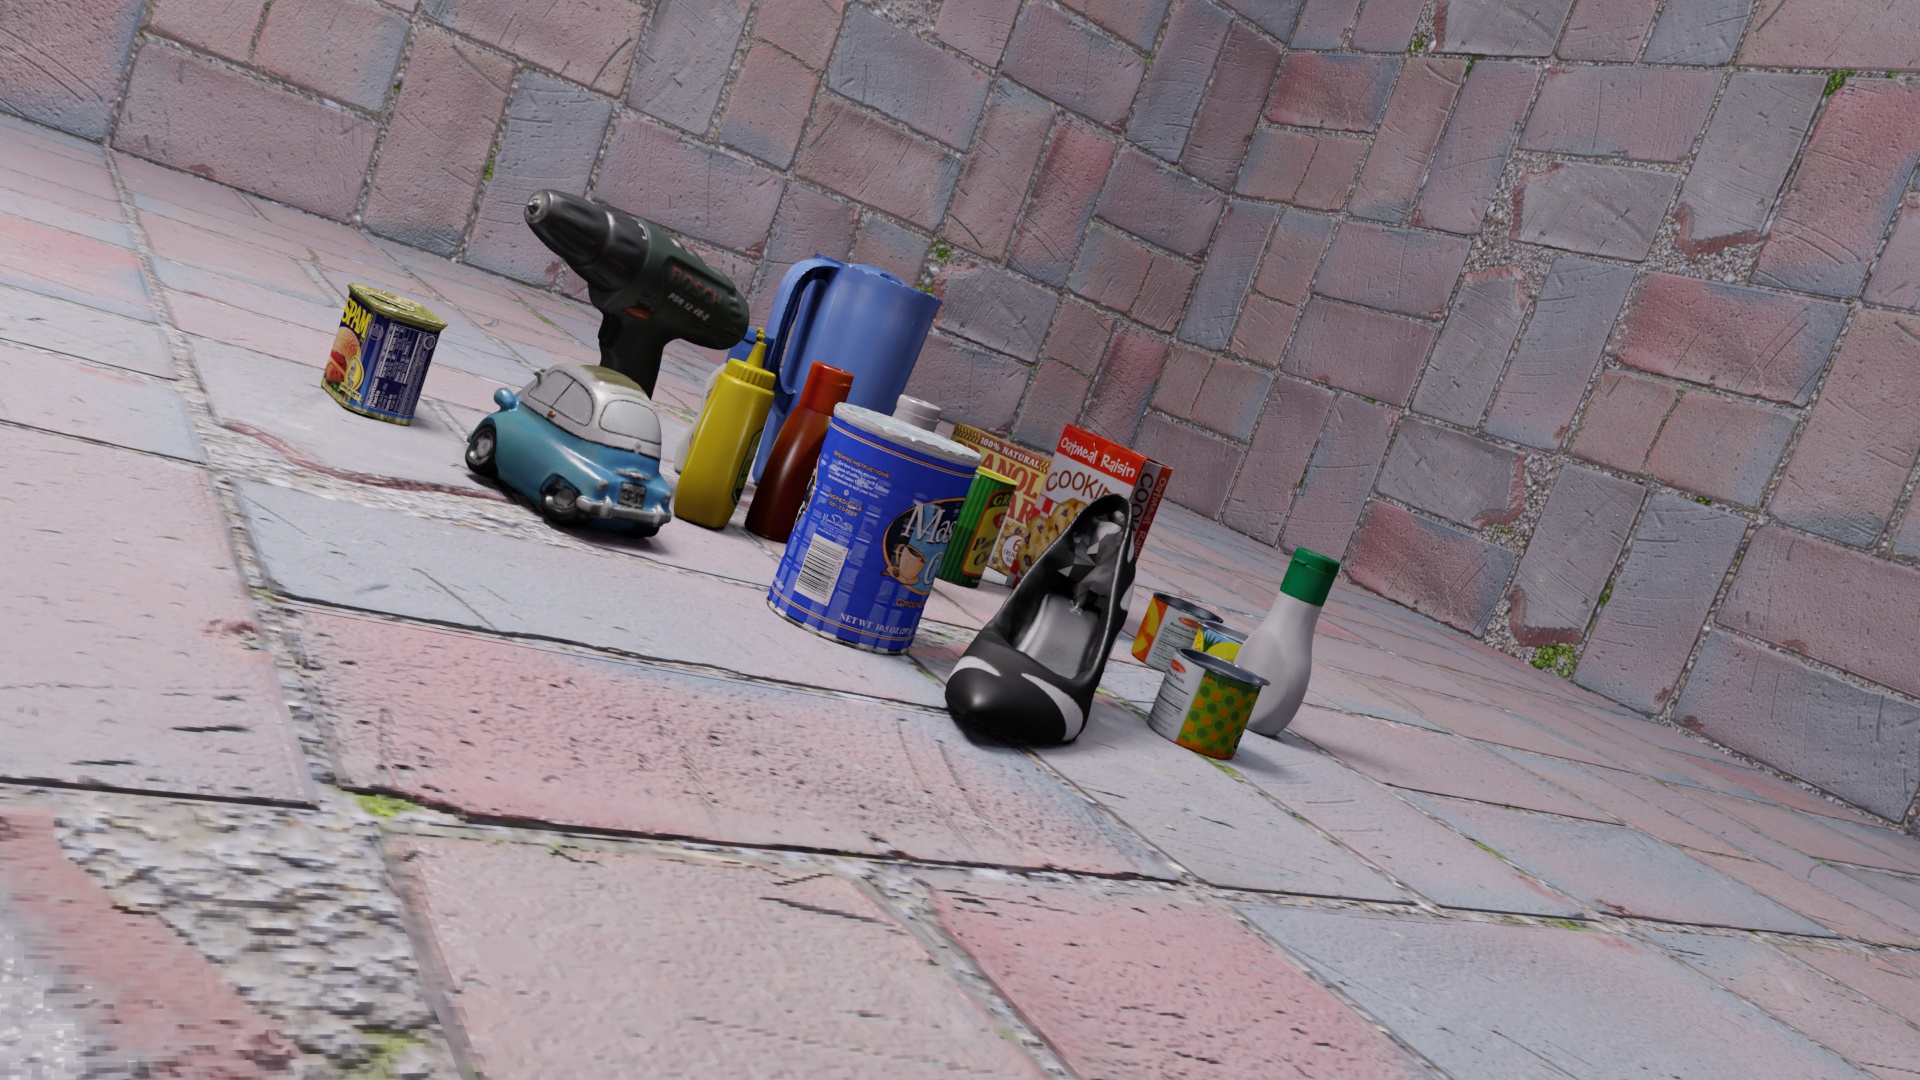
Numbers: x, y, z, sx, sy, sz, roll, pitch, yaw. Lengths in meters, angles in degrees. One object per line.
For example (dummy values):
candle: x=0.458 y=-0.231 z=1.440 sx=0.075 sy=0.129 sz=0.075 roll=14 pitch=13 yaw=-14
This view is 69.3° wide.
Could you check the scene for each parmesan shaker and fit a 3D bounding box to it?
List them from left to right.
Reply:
parmesan shaker: x=0.005 y=-0.016 z=1.268 sx=0.071 sy=0.103 sz=0.071 roll=20 pitch=7 yaw=-3

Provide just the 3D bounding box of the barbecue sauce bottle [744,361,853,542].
barbecue sauce bottle: x=-0.129 y=-0.073 z=1.148 sx=0.044 sy=0.148 sz=0.065 roll=24 pitch=8 yaw=25

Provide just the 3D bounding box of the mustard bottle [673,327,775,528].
mustard bottle: x=-0.179 y=-0.090 z=1.092 sx=0.049 sy=0.160 sz=0.065 roll=20 pitch=7 yaw=-2

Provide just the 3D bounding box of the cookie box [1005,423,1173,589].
cookie box: x=0.117 y=-0.012 z=1.298 sx=0.040 sy=0.167 sz=0.123 roll=15 pitch=9 yaw=-37

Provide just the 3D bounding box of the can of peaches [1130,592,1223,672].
can of peaches: x=0.191 y=0.084 z=1.226 sx=0.071 sy=0.058 sz=0.071 roll=20 pitch=8 yaw=-3

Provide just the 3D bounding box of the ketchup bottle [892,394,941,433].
ketchup bottle: x=-0.056 y=-0.043 z=1.130 sx=0.043 sy=0.148 sz=0.065 roll=21 pitch=7 yaw=6

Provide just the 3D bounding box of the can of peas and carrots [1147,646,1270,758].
can of peas and carrots: x=0.174 y=0.114 z=0.976 sx=0.071 sy=0.058 sz=0.071 roll=20 pitch=8 yaw=-3

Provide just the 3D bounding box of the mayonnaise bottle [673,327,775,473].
mayonnaise bottle: x=-0.213 y=-0.124 z=1.283 sx=0.065 sy=0.148 sz=0.041 roll=21 pitch=7 yaw=4

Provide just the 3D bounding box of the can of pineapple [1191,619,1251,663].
can of pineapple: x=0.222 y=0.105 z=1.168 sx=0.071 sy=0.057 sz=0.071 roll=20 pitch=8 yaw=-3

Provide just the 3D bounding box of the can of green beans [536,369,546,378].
can of green beans: x=-0.337 y=-0.109 z=1.191 sx=0.071 sy=0.057 sz=0.071 roll=20 pitch=8 yaw=-3

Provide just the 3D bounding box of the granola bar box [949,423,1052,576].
granola bar box: x=0.043 y=-0.037 z=1.436 sx=0.166 sy=0.124 sz=0.039 roll=27 pitch=9 yaw=39

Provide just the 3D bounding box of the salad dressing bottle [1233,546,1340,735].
salad dressing bottle: x=0.256 y=0.079 z=1.100 sx=0.044 sy=0.147 sz=0.064 roll=15 pitch=9 yaw=-37
